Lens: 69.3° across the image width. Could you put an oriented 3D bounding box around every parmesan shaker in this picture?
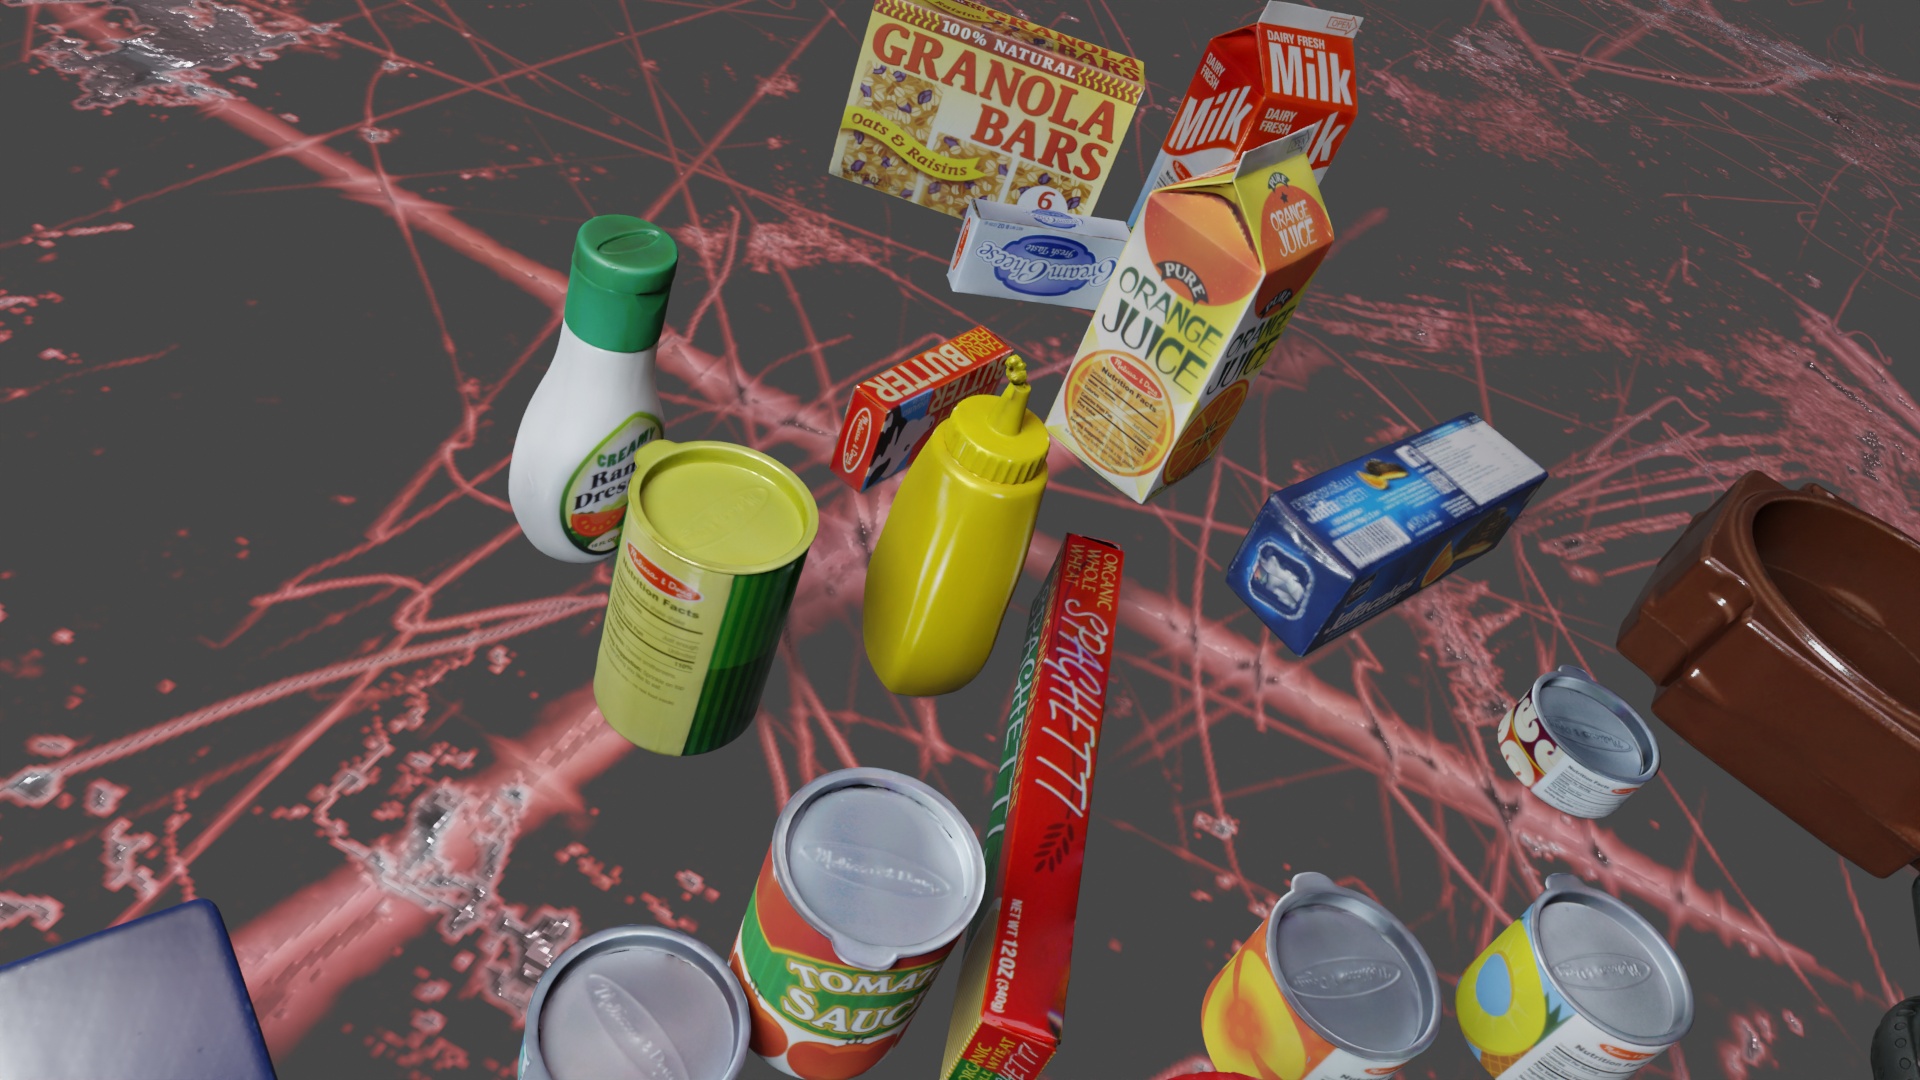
[{"bbox_3d":[-0.099,0.021,0.515,0.071,0.102,0.072,13,41,-12],"label":"parmesan shaker"}]

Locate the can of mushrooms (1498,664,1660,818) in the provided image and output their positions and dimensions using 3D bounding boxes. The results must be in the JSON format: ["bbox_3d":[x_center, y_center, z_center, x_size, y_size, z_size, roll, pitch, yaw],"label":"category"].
[{"bbox_3d":[0.296,0.096,0.668,0.071,0.033,0.071,13,41,-11],"label":"can of mushrooms"}]

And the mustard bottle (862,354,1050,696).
[{"bbox_3d":[0.002,-0.007,0.548,0.049,0.159,0.065,1,45,-24],"label":"mustard bottle"}]

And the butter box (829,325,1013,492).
[{"bbox_3d":[-0.019,-0.066,0.686,0.024,0.052,0.104,39,43,18],"label":"butter box"}]

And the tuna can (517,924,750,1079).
[{"bbox_3d":[-0.101,0.155,0.421,0.071,0.032,0.071,13,41,-11],"label":"tuna can"}]

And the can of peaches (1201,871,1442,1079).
[{"bbox_3d":[0.126,0.165,0.496,0.071,0.057,0.071,13,41,-12],"label":"can of peaches"}]

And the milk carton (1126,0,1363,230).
[{"bbox_3d":[0.176,-0.239,0.859,0.072,0.189,0.074,-1,46,-26],"label":"milk carton"}]

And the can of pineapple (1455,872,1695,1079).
[{"bbox_3d":[0.234,0.175,0.535,0.071,0.057,0.071,13,41,-12],"label":"can of pineapple"}]

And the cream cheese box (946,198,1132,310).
[{"bbox_3d":[0.048,-0.169,0.829,0.104,0.053,0.024,3,44,-22],"label":"cream cheese box"}]

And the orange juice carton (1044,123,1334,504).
[{"bbox_3d":[0.119,-0.118,0.698,0.073,0.191,0.072,41,43,20],"label":"orange juice carton"}]

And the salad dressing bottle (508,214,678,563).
[{"bbox_3d":[-0.142,-0.056,0.546,0.044,0.146,0.064,39,43,18],"label":"salad dressing bottle"}]

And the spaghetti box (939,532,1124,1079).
[{"bbox_3d":[0.033,0.092,0.539,0.029,0.049,0.251,20,40,-4],"label":"spaghetti box"}]

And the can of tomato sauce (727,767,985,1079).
[{"bbox_3d":[-0.036,0.126,0.445,0.071,0.082,0.071,13,41,-12],"label":"can of tomato sauce"}]

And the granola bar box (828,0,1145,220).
[{"bbox_3d":[0.015,-0.261,0.859,0.165,0.123,0.039,18,40,-6],"label":"granola bar box"}]
